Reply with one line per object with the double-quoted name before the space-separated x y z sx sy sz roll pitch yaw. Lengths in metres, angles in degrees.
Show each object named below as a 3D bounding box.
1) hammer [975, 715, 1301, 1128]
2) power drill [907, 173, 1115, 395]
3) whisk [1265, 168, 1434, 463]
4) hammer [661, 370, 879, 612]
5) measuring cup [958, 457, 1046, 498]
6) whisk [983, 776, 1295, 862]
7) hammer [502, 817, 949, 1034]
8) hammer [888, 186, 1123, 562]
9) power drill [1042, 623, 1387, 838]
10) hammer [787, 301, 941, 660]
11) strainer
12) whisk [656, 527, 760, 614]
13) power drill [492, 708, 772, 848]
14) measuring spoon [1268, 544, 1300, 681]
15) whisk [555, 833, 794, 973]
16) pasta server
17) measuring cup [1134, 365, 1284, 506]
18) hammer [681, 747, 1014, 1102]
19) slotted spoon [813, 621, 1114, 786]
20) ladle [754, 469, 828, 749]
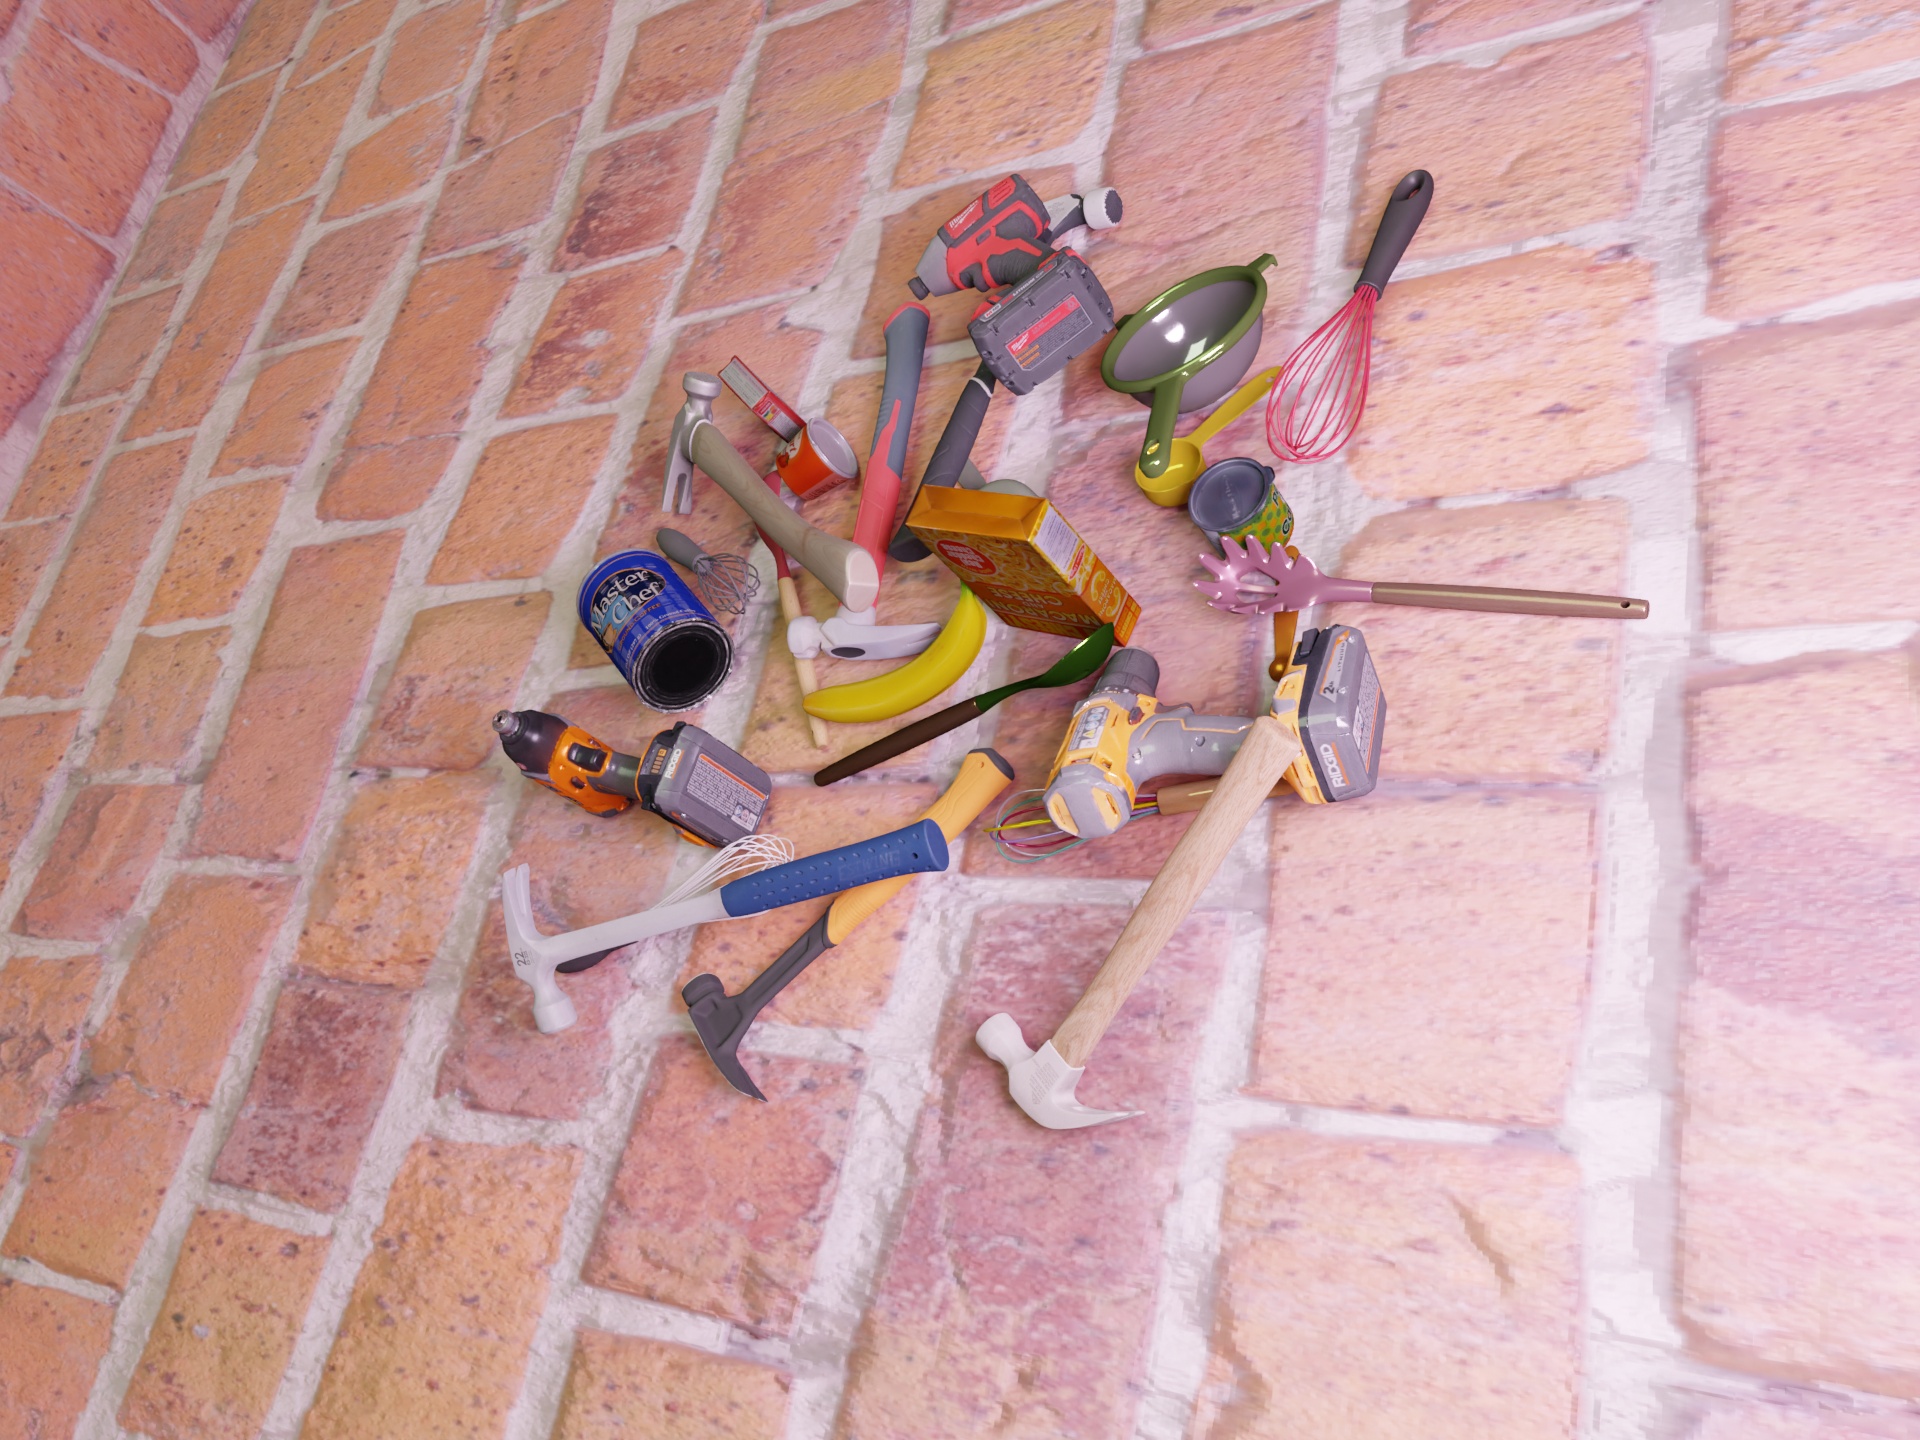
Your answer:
"hammer" 0.128 0.141 1.065 0.130 0.031 0.331 47 117 37
"power drill" 0.036 -0.387 1.402 0.143 0.078 0.220 -35 43 10
"whisk" 0.314 -0.323 1.255 0.073 0.073 0.296 12 67 38
"hammer" -0.182 -0.188 1.456 0.411 0.038 0.146 44 126 48
"measuring cup" 0.015 -0.202 1.400 0.083 0.038 0.168 -41 51 9
"whisk" 0.127 0.065 1.173 0.245 0.047 0.051 -12 58 26
"hammer" -0.199 0.144 1.283 0.405 0.035 0.144 -17 95 21
"hammer" 0.020 -0.317 1.439 0.149 0.036 0.409 3 61 38
"power drill" 0.181 -0.004 1.134 0.226 0.084 0.185 -11 33 27
"hammer" -0.056 -0.229 1.460 0.143 0.038 0.387 -2 61 21
"strainer" 0.183 -0.262 1.271 0.151 0.069 0.257 -17 39 33
"whisk" -0.250 -0.152 1.529 0.055 0.055 0.239 -53 35 -2
"power drill" -0.298 0.042 1.399 0.226 0.164 0.084 8 69 35
"measuring spoon" 0.243 -0.083 1.195 0.021 0.011 0.117 -6 62 32
"whisk" -0.252 0.168 1.370 0.284 0.070 0.070 -26 53 27
"pasta server" 0.317 -0.092 1.126 0.316 0.040 0.060 7 78 34
"measuring cup" 0.210 -0.232 1.300 0.156 0.029 0.062 -41 47 -7
"hammer" -0.081 0.152 1.273 0.337 0.034 0.127 -45 48 6
"slotted spoon" -0.002 -0.004 1.289 0.314 0.070 0.031 -25 92 32
"ladle" -0.156 -0.107 1.467 0.069 0.031 0.316 114 147 -52
